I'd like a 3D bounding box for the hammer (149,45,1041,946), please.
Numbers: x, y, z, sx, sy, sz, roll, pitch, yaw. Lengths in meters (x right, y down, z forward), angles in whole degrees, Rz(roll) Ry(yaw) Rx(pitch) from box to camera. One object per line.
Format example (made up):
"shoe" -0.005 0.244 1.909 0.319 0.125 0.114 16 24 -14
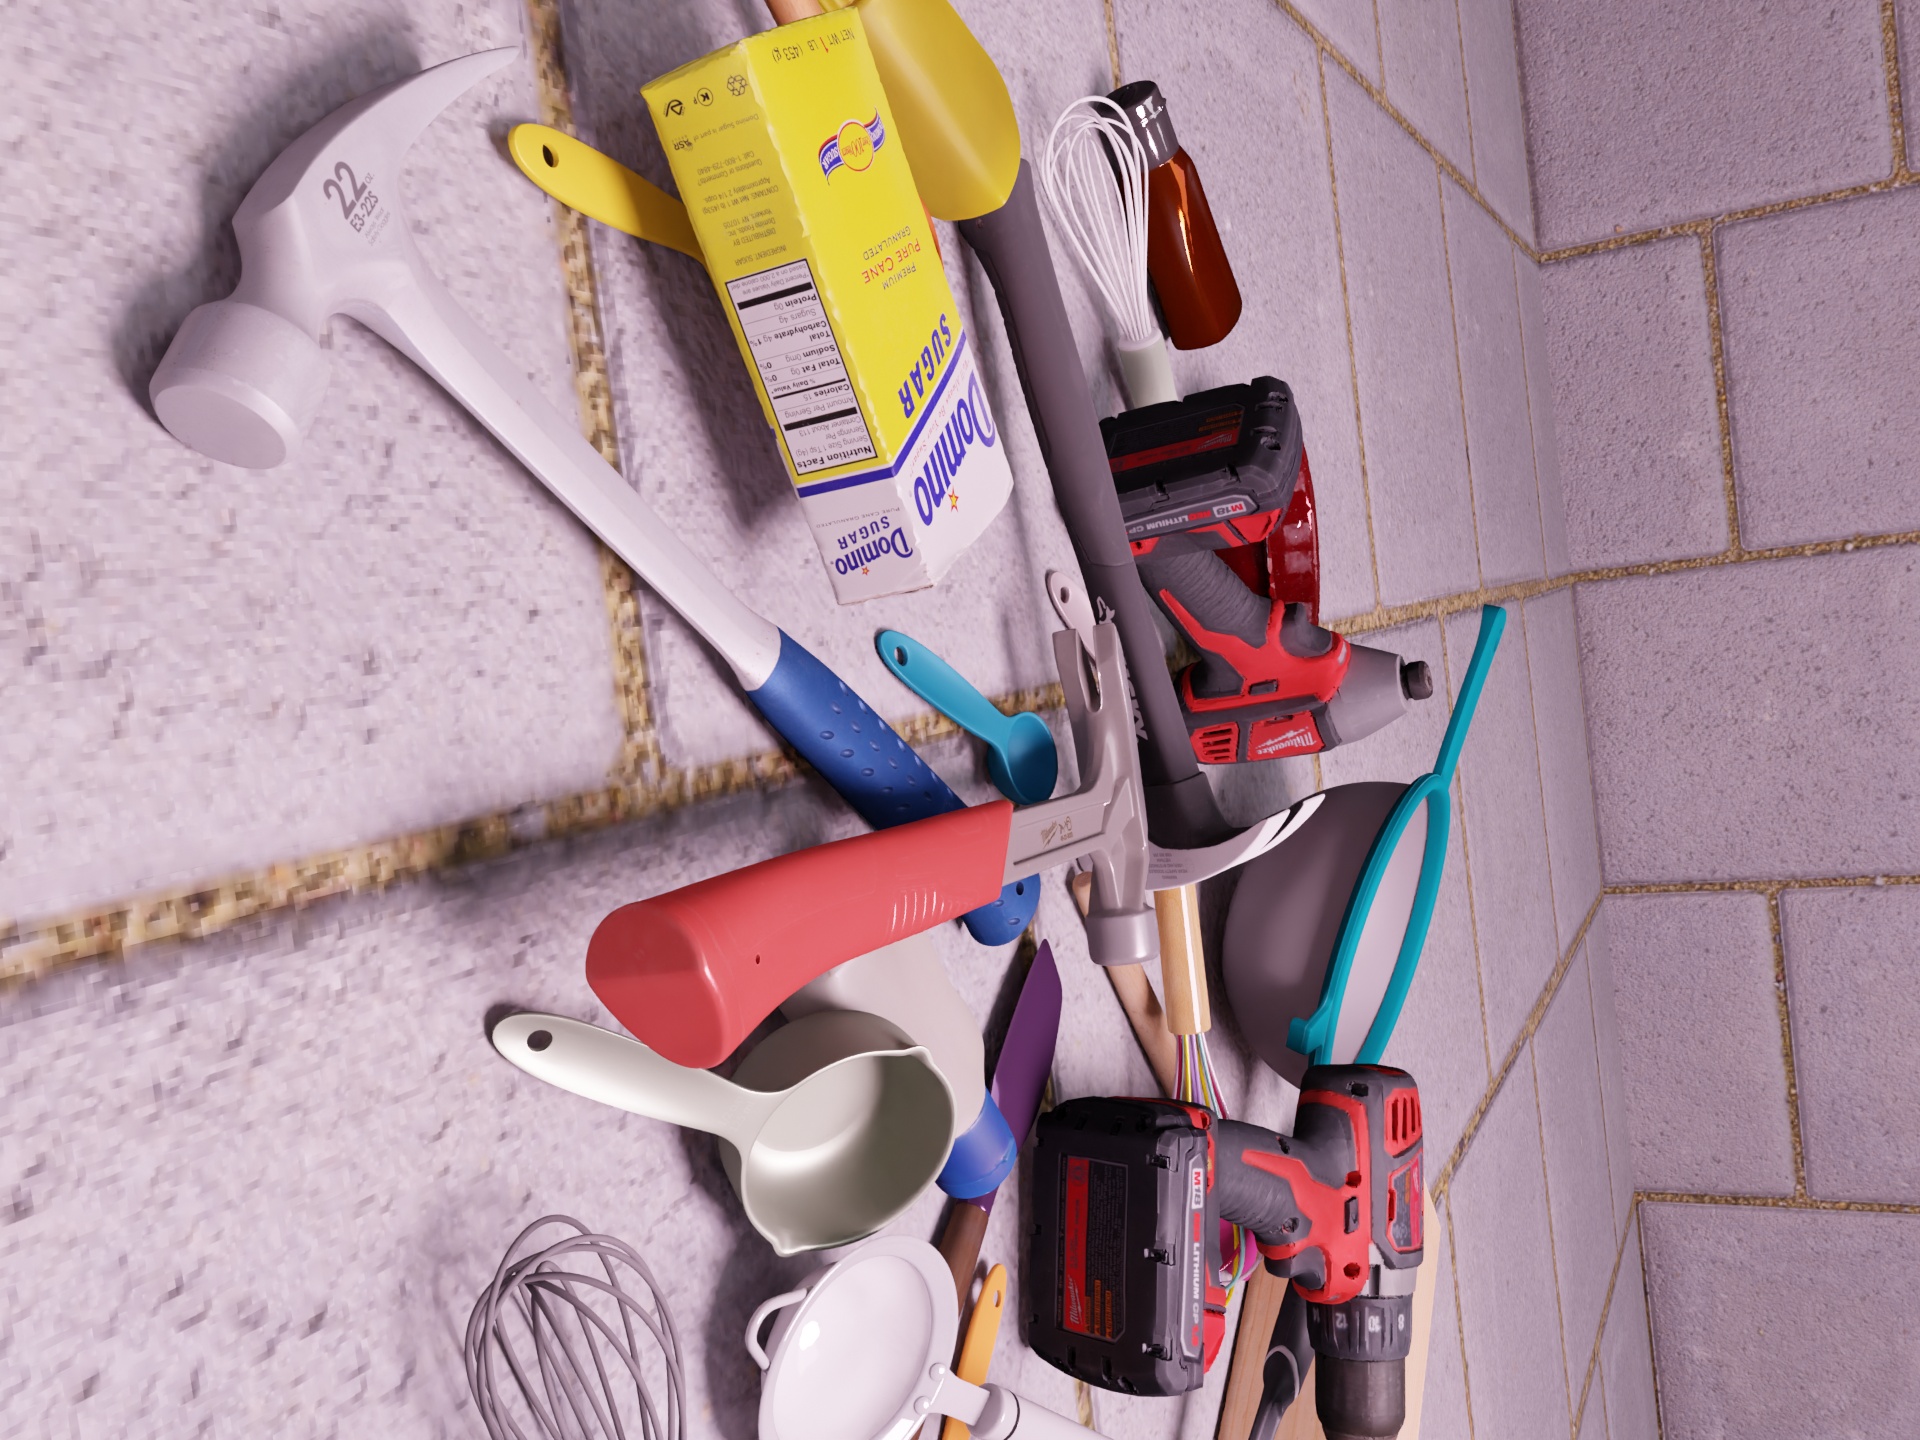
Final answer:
"hammer" -0.070 -0.032 0.528 0.405 0.035 0.144 49 45 -47

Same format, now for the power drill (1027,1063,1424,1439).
"power drill" 0.138 0.256 0.735 0.226 0.080 0.188 9 79 -41

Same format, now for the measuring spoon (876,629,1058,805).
"measuring spoon" -0.001 -0.002 0.678 0.128 0.021 0.042 39 52 -42

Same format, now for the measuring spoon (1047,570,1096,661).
"measuring spoon" 0.072 -0.033 0.818 0.124 0.018 0.034 50 56 -37

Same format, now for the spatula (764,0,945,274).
"spatula" -0.063 -0.243 0.575 0.322 0.041 0.081 61 0 -24

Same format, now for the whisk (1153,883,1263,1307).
"whisk" 0.118 0.176 0.801 0.047 0.051 0.245 -9 94 -31

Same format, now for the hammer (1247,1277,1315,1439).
"hammer" 0.162 0.358 0.818 0.409 0.036 0.149 -59 139 -32

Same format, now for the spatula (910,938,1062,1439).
"spatula" -0.003 0.218 0.627 0.316 0.018 0.059 -64 147 -45

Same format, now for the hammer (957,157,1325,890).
"hammer" 0.065 -0.086 0.718 0.035 0.146 0.335 -19 95 -32

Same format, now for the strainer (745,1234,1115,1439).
"strainer" 0.004 0.245 0.566 0.258 0.050 0.087 40 71 -35

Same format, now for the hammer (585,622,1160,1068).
"hammer" -0.005 0.041 0.552 0.359 0.037 0.149 -7 88 -65

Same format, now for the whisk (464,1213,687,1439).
"whisk" -0.085 0.240 0.448 0.055 0.055 0.238 -46 130 -54

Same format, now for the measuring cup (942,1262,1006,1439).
"measuring cup" 0.015 0.298 0.609 0.095 0.052 0.174 52 44 -45

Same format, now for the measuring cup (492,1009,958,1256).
"measuring cup" -0.074 0.112 0.493 0.167 0.038 0.083 30 96 -35

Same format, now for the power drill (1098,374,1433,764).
"power drill" 0.157 -0.066 0.844 0.219 0.143 0.079 57 36 -37

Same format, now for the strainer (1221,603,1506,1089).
"strainer" 0.239 0.067 0.967 0.340 0.095 0.210 -65 152 -18

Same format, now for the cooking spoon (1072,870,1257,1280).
"cooking spoon" 0.117 0.196 0.852 0.318 0.017 0.069 64 32 -33

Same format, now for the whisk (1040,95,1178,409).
"whisk" 0.095 -0.214 0.857 0.059 0.058 0.246 -36 128 -19

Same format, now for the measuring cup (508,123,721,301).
"measuring cup" -0.086 -0.168 0.525 0.156 0.029 0.062 0 85 -64
